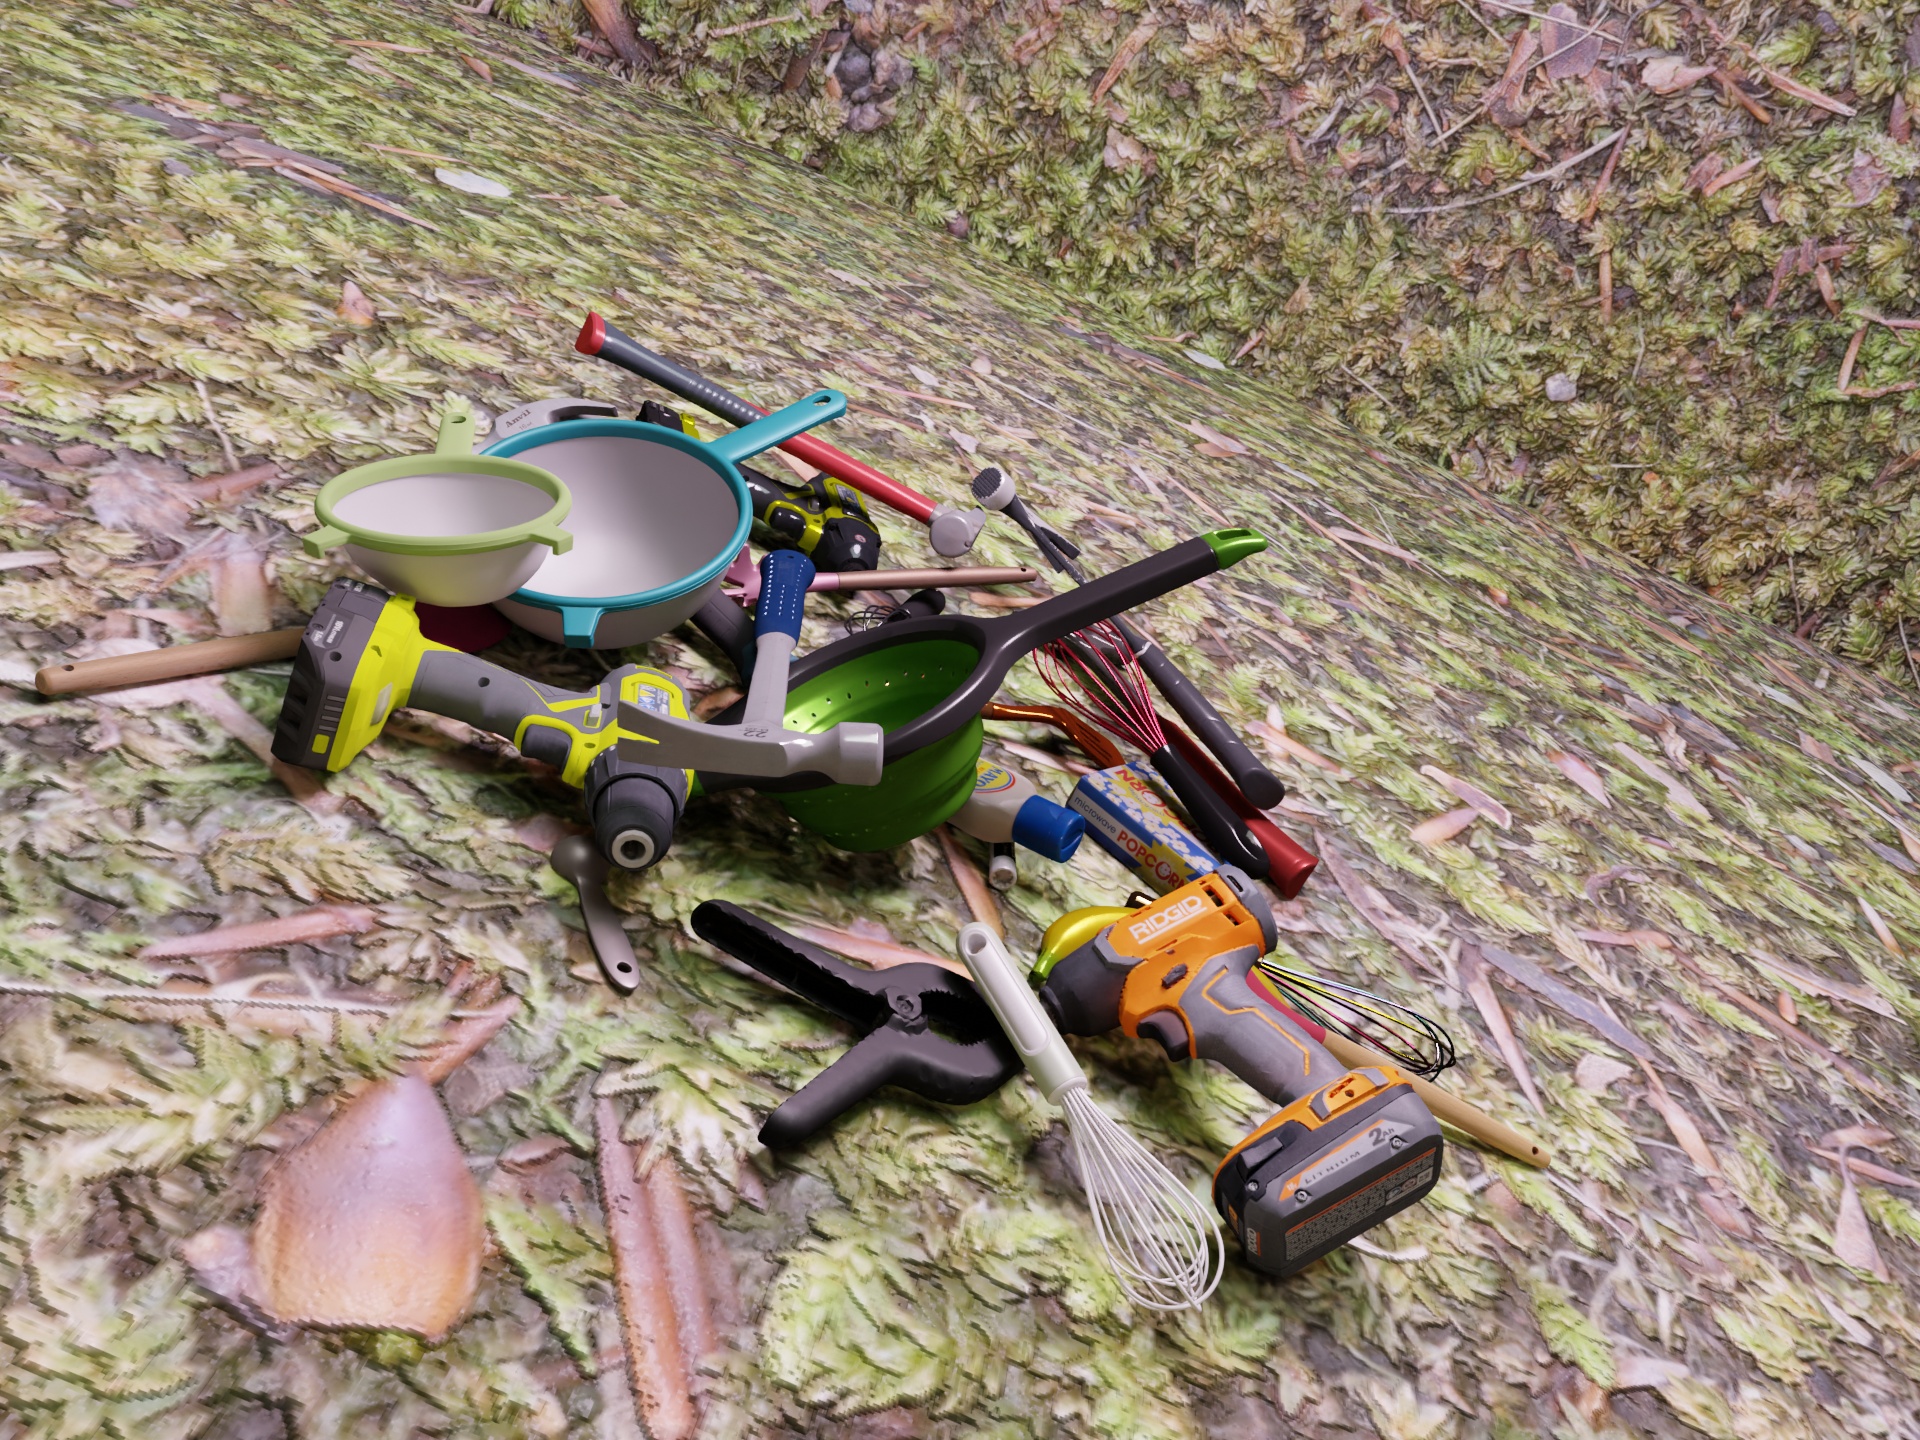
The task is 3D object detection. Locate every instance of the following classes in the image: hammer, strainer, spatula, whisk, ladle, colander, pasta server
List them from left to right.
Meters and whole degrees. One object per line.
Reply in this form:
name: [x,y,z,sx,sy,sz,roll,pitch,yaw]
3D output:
strainer: [-0.330,-0.135,1.034,0.151,0.069,0.257,-2,28,-13]
hammer: [-0.246,-0.135,1.219,0.128,0.033,0.331,-39,69,-21]
strainer: [-0.211,-0.147,1.163,0.211,0.095,0.340,35,50,26]
hammer: [-0.126,-0.048,1.027,0.144,0.035,0.406,3,19,-5]
hammer: [-0.155,-0.252,1.394,0.386,0.038,0.143,28,15,-1]
pasta server: [-0.075,-0.120,1.313,0.316,0.040,0.060,-4,58,-25]
whisk: [-0.046,-0.082,1.318,0.055,0.055,0.239,28,18,5]
spatula: [-0.002,-0.004,1.252,0.322,0.041,0.081,11,27,-19]
colander: [0.021,-0.012,1.027,0.397,0.094,0.205,-23,23,0]
whisk: [0.061,0.205,0.849,0.247,0.058,0.059,56,0,33]
hammer: [0.149,-0.069,1.377,0.149,0.036,0.409,35,15,-52]
whisk: [0.146,0.013,1.228,0.073,0.073,0.296,1,41,-41]
hammer: [0.175,0.019,1.345,0.149,0.036,0.359,8,31,-39]
whisk: [0.224,0.182,1.095,0.245,0.051,0.047,26,3,10]
ladle: [0.254,0.220,1.034,0.315,0.031,0.069,29,60,-9]

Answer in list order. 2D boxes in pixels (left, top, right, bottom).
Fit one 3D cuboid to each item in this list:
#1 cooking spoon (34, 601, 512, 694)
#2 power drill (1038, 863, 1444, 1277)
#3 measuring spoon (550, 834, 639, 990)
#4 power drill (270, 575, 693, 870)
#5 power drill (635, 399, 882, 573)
cooking spoon: [-0.403,-0.048,0.972,0.069,0.017,0.319,36,27,21]
power drill: [0.147,0.196,0.911,0.164,0.084,0.227,-25,46,-12]
measuring spoon: [-0.197,0.102,0.877,0.034,0.018,0.124,7,31,-34]
power drill: [-0.264,0.006,0.916,0.228,0.080,0.191,18,21,-17]
power drill: [-0.177,-0.185,1.371,0.223,0.080,0.171,18,26,-24]
